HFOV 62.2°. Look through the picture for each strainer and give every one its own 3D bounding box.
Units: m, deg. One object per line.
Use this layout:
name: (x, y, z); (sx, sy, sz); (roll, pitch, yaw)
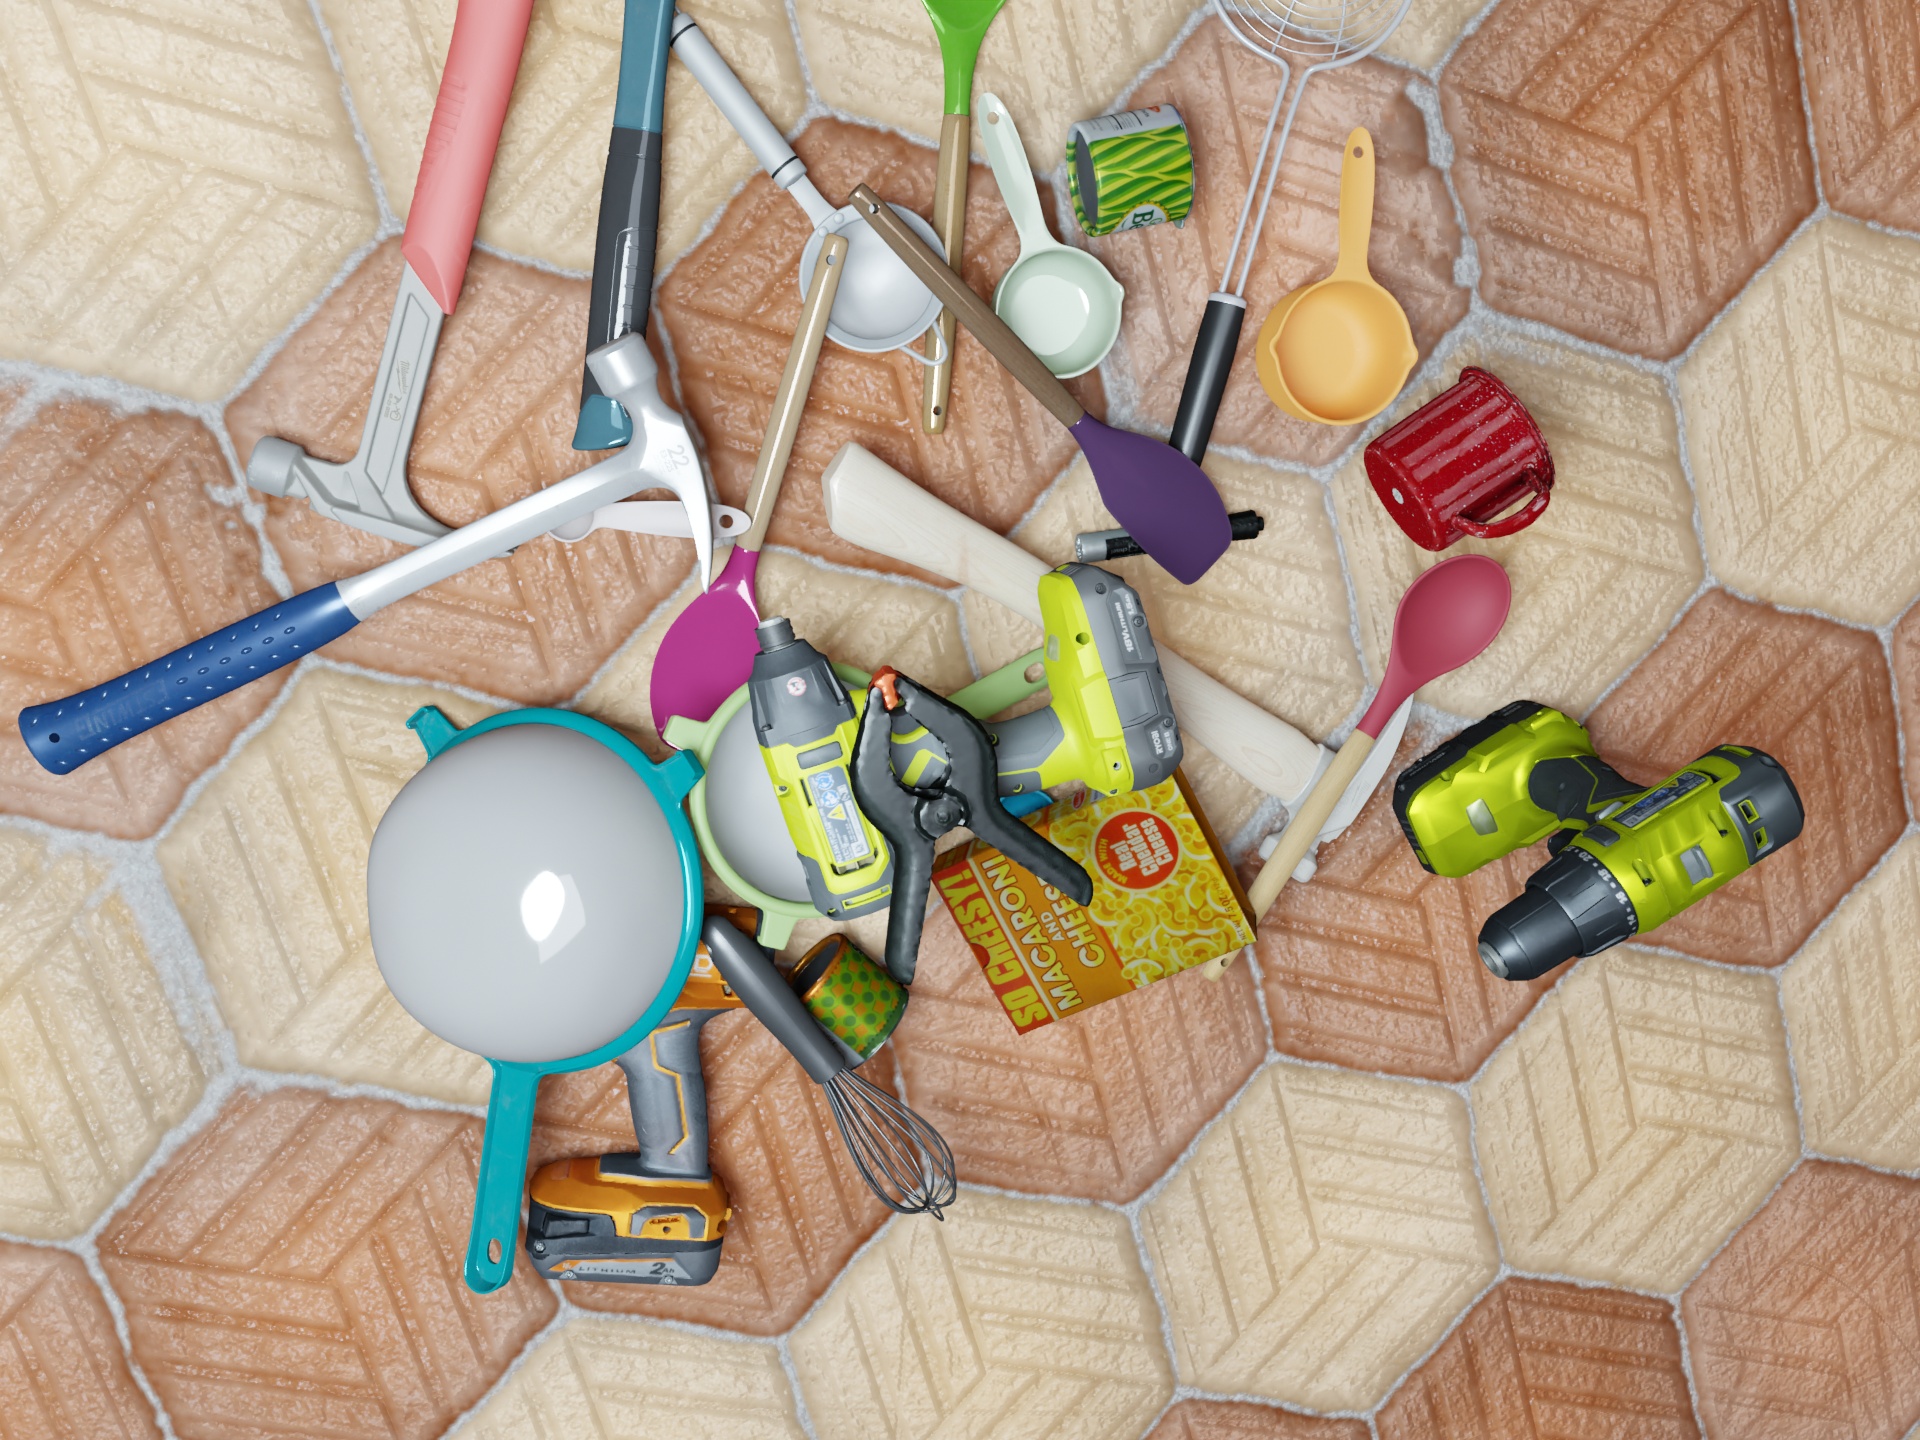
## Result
strainer: (-0.264, 0.162, 0.882); (0.211, 0.095, 0.340); (9, 93, 19)
strainer: (-0.091, -0.307, 0.910); (0.087, 0.050, 0.258); (-39, 99, 1)
strainer: (-0.053, 0.016, 0.974); (0.256, 0.069, 0.151); (-28, 103, -22)

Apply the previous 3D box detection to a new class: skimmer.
skimmer: (0.167, -0.311, 0.931); (0.127, 0.090, 0.363); (18, 101, 19)

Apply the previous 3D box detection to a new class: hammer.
hammer: (0.099, -0.055, 0.975); (0.410, 0.038, 0.146); (31, 92, -20)
hammer: (-0.272, -0.272, 0.866); (0.149, 0.037, 0.359); (17, 103, -13)
hammer: (-0.179, -0.313, 0.882); (0.128, 0.033, 0.331); (10, 103, 6)
hammer: (-0.328, -0.066, 0.887); (0.405, 0.035, 0.144); (-24, 111, 2)

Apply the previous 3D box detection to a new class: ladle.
ladle: (0.242, 0.032, 1.002); (0.069, 0.031, 0.315); (32, 92, -16)

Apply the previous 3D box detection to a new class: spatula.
spatula: (0.052, -0.196, 0.930); (0.315, 0.018, 0.060); (41, 93, -24)

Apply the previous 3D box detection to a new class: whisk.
whisk: (-0.078, 0.208, 0.942); (0.055, 0.055, 0.239); (-37, 104, -2)

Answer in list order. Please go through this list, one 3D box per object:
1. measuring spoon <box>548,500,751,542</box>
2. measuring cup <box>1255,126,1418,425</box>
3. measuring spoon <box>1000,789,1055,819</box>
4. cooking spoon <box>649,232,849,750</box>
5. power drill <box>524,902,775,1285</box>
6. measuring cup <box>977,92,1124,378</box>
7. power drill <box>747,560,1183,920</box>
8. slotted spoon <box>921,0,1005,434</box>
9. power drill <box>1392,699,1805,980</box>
measuring spoon: (-0.182, -0.119, 0.927); (0.124, 0.018, 0.034); (4, 102, 2)
measuring cup: (0.228, -0.268, 0.971); (0.095, 0.052, 0.173); (1, 98, -11)
measuring spoon: (0.040, 0.100, 1.025); (0.042, 0.021, 0.128); (5, 109, 6)
cooking spoon: (-0.117, -0.125, 0.930); (0.068, 0.017, 0.318); (18, 106, -3)
power drill: (-0.206, 0.218, 0.968); (0.164, 0.084, 0.226); (7, 95, -11)
measuring cup: (0.040, -0.284, 0.940); (0.083, 0.038, 0.167); (-21, 102, -6)
power drill: (-0.001, -0.003, 0.900); (0.223, 0.080, 0.171); (-19, 102, -8)
slotted spoon: (-0.006, -0.326, 0.929); (0.070, 0.031, 0.313); (1, 102, -14)
power drill: (0.360, 0.070, 0.966); (0.190, 0.229, 0.080); (-31, 105, -4)
